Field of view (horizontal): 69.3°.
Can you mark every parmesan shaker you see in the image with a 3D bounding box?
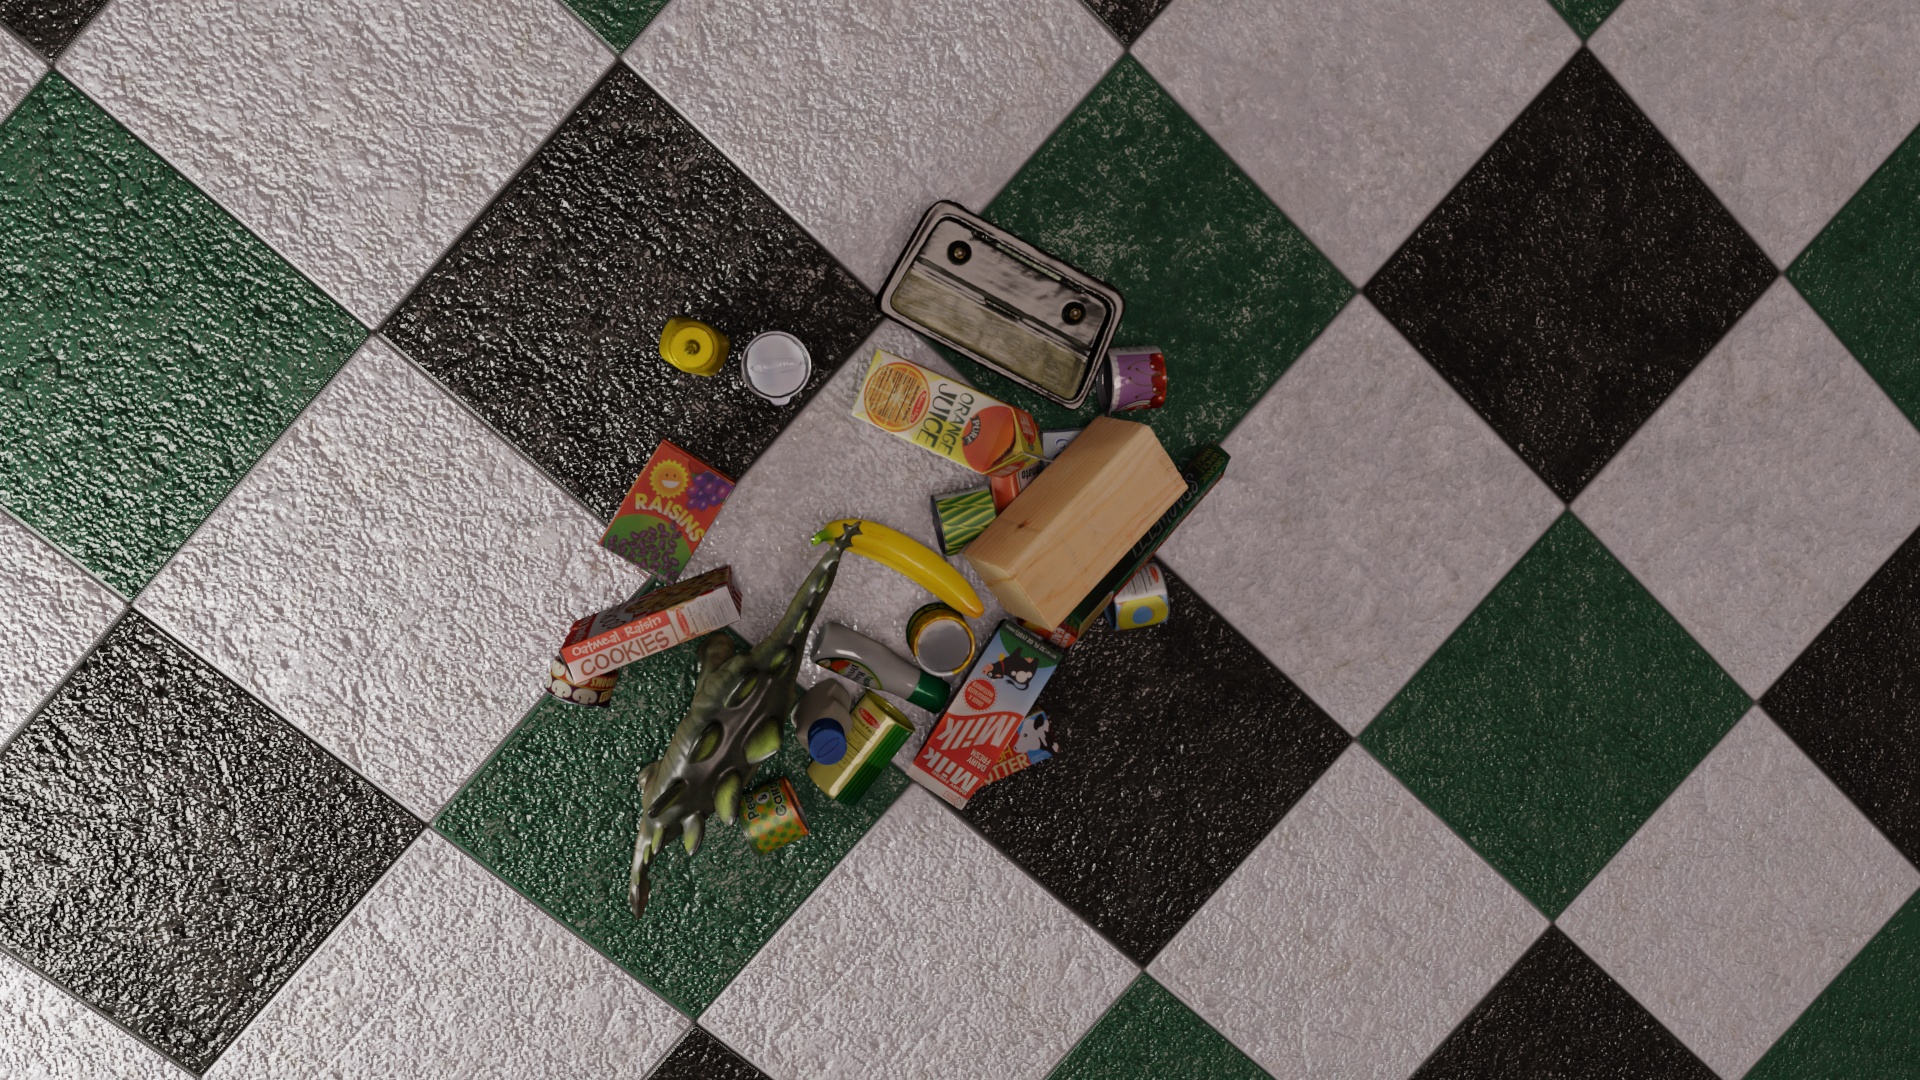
[{"bbox_3d":[-0.106,0.215,1.445,0.071,0.071,0.103,38,93,-13],"label":"parmesan shaker"}]

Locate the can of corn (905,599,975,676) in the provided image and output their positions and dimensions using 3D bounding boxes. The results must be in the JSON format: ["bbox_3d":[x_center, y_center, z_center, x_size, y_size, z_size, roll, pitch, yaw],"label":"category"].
[{"bbox_3d":[-0.020,0.100,1.441,0.071,0.058,0.071,-2,100,-9],"label":"can of corn"}]

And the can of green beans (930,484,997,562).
[{"bbox_3d":[0.005,-0.020,1.420,0.058,0.071,0.071,-12,101,-7],"label":"can of green beans"}]

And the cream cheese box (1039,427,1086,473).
[{"bbox_3d":[0.110,-0.065,1.451,0.053,0.024,0.103,-5,101,-10],"label":"cream cheese box"}]

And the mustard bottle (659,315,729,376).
[{"bbox_3d":[-0.250,-0.182,1.304,0.065,0.160,0.048,21,95,-13],"label":"mustard bottle"}]

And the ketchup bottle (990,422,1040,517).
[{"bbox_3d":[0.057,-0.046,1.429,0.043,0.065,0.148,6,106,31],"label":"ketchup bottle"}]

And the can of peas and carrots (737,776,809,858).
[{"bbox_3d":[-0.196,0.284,1.438,0.059,0.071,0.071,-25,103,-5],"label":"can of peas and carrots"}]

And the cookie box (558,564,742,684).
[{"bbox_3d":[-0.300,0.078,1.359,0.168,0.123,0.040,-21,102,-5],"label":"cookie box"}]

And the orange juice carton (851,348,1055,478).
[{"bbox_3d":[-0.001,-0.116,1.360,0.193,0.072,0.073,25,96,16],"label":"orange juice carton"}]

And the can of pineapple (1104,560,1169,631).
[{"bbox_3d":[0.183,0.060,1.463,0.058,0.071,0.071,-10,101,-6],"label":"can of pineapple"}]

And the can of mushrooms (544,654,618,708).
[{"bbox_3d":[-0.376,0.140,1.385,0.071,0.071,0.033,17,95,-11],"label":"can of mushrooms"}]

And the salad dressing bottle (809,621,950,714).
[{"bbox_3d":[-0.081,0.134,1.436,0.147,0.064,0.044,27,60,-15],"label":"salad dressing bottle"}]

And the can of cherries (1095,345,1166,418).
[{"bbox_3d":[0.175,-0.163,1.424,0.058,0.071,0.071,-5,101,-9],"label":"can of cherries"}]

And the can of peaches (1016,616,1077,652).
[{"bbox_3d":[0.098,0.074,1.450,0.058,0.071,0.071,29,94,-12],"label":"can of peaches"}]

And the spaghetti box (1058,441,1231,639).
[{"bbox_3d":[0.190,-0.002,1.423,0.029,0.050,0.251,39,72,14],"label":"spaghetti box"}]

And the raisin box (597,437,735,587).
[{"bbox_3d":[-0.292,-0.029,1.385,0.086,0.040,0.123,32,93,-12],"label":"raisin box"}]

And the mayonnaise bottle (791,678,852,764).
[{"bbox_3d":[-0.137,0.184,1.390,0.065,0.148,0.041,-40,103,0],"label":"mayonnaise bottle"}]

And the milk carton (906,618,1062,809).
[{"bbox_3d":[0.023,0.179,1.436,0.072,0.073,0.190,33,86,0],"label":"milk carton"}]

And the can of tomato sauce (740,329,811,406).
[{"bbox_3d":[-0.180,-0.171,1.356,0.071,0.083,0.071,-2,100,-9],"label":"can of tomato sauce"}]

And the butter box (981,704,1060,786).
[{"bbox_3d":[0.050,0.222,1.490,0.103,0.024,0.053,-24,102,-5],"label":"butter box"}]
